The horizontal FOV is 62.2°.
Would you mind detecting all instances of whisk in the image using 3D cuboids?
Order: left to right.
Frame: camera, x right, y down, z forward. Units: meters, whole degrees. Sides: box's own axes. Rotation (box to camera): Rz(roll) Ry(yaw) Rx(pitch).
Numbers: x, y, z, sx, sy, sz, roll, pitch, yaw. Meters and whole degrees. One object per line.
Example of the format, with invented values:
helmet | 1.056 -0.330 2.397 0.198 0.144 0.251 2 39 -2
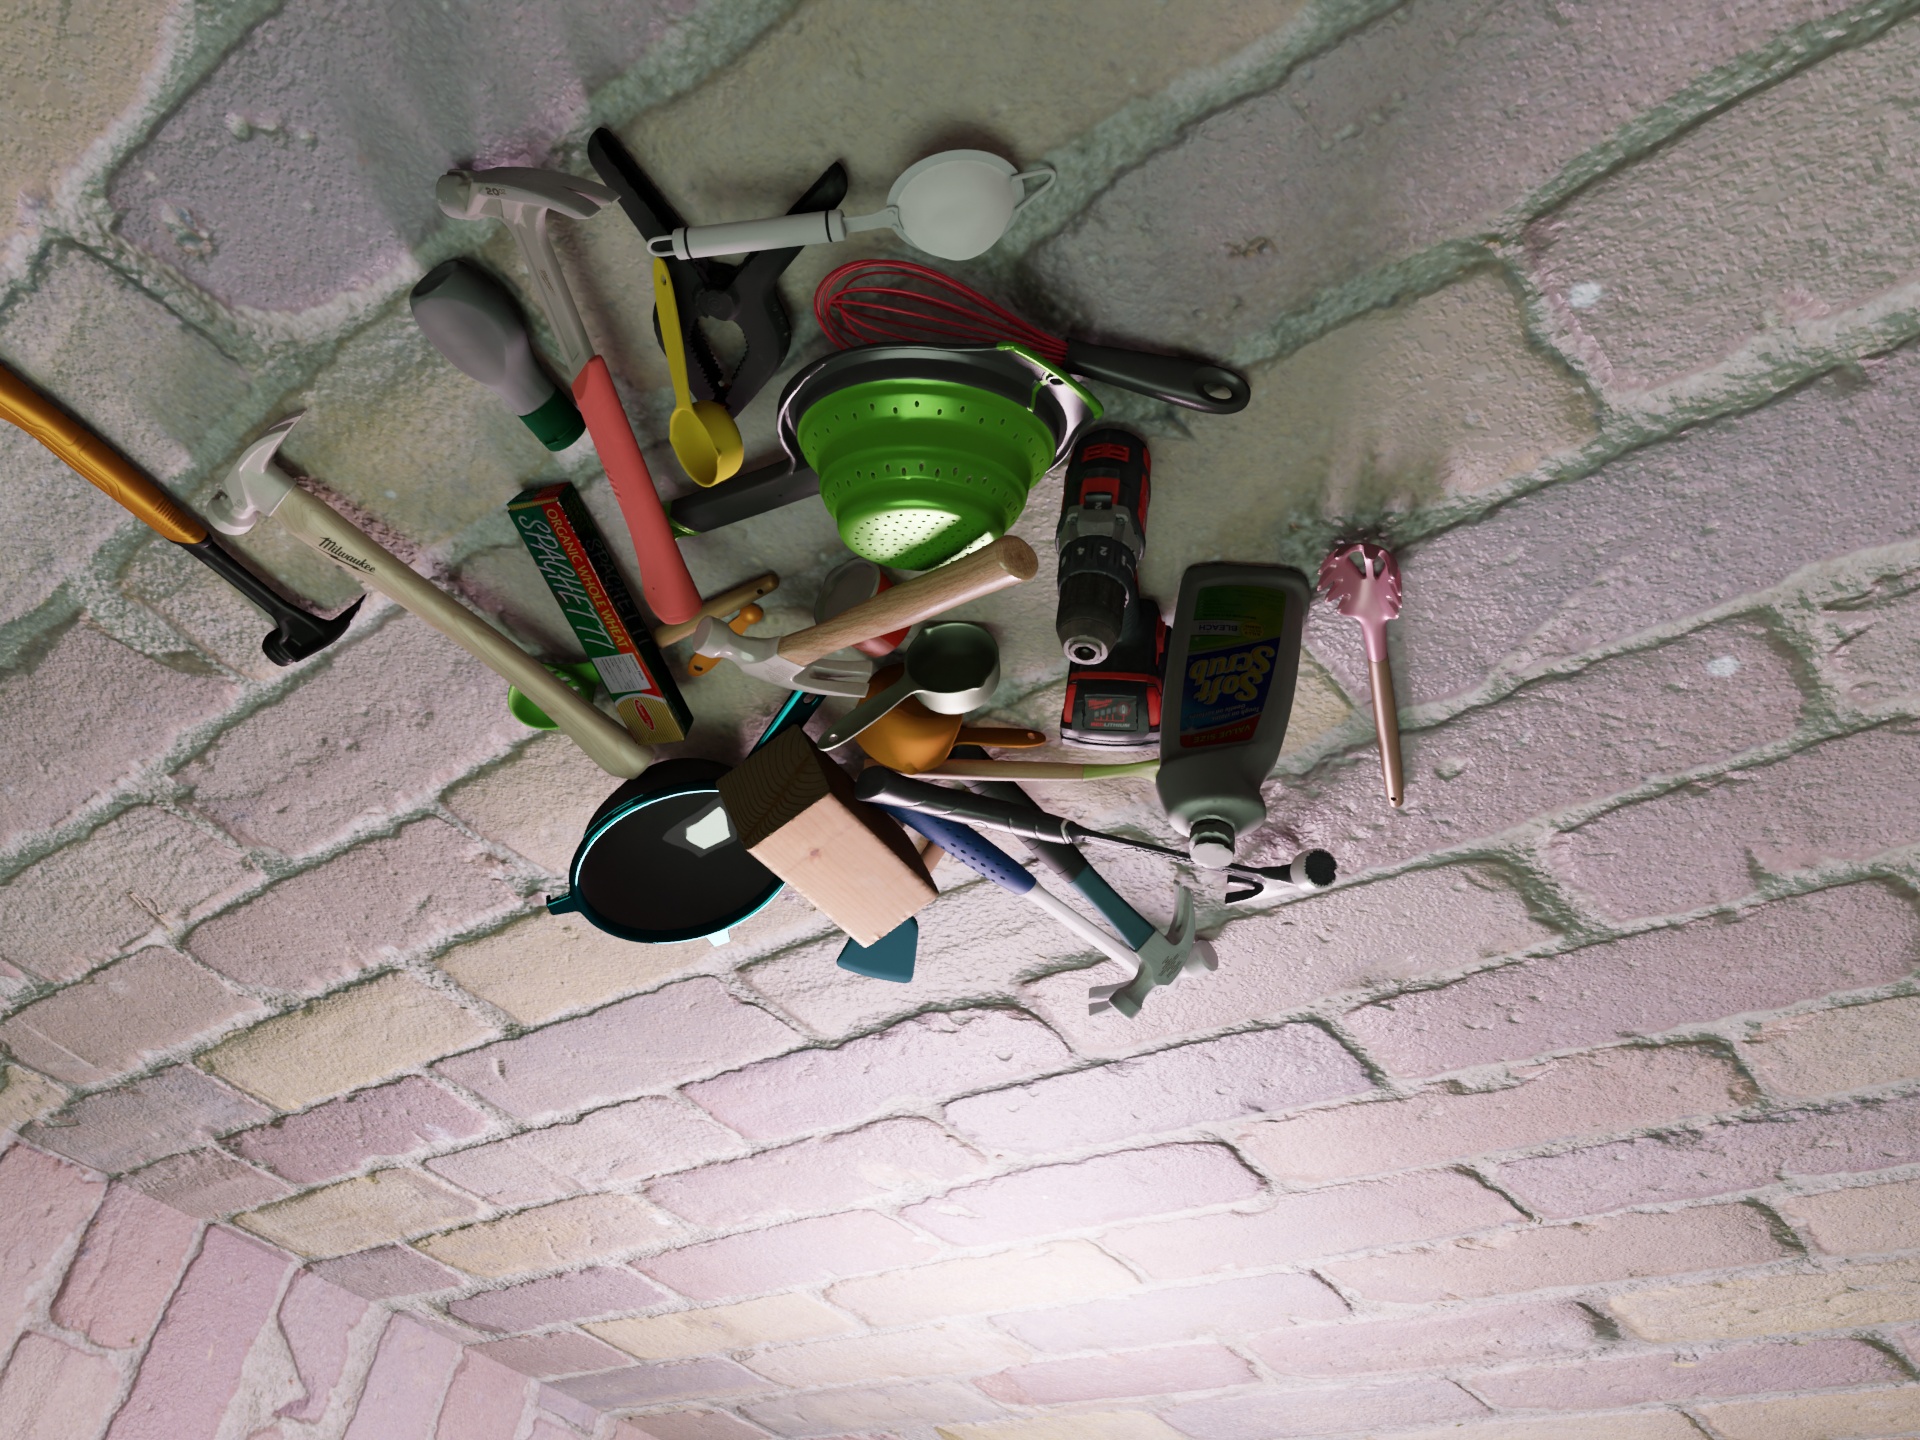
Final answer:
whisk | 0.049 -0.244 1.044 0.295 0.073 0.073 11 140 -7

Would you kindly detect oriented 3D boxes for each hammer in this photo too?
hammer | -0.659 -0.171 1.321 0.127 0.034 0.336 -20 130 33
hammer | -0.420 -0.088 1.328 0.410 0.038 0.146 39 132 -21
hammer | -0.242 -0.211 1.111 0.149 0.037 0.358 19 142 32
hammer | -0.059 -0.073 1.139 0.130 0.031 0.331 23 156 -32
hammer | 0.065 0.165 1.501 0.144 0.035 0.405 -33 126 30
hammer | 0.095 0.129 1.440 0.330 0.128 0.033 46 175 -23
hammer | 0.108 0.099 1.369 0.408 0.036 0.149 14 162 -13

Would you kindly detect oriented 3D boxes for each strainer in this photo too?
strainer | -0.226 0.059 1.448 0.210 0.095 0.340 18 121 -37
strainer | -0.069 -0.304 0.982 0.258 0.050 0.086 -4 154 7

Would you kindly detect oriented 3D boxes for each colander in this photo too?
colander | -0.087 -0.148 1.118 0.397 0.095 0.204 -12 156 38

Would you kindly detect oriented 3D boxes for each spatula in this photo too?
spatula | -0.037 0.155 1.536 0.082 0.044 0.317 16 139 -12

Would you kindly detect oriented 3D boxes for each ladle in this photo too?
ladle | 0.077 0.055 1.349 0.320 0.062 0.078 2 155 0

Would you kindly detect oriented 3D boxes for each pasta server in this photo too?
pasta server | 0.326 -0.027 1.239 0.060 0.040 0.315 6 142 26

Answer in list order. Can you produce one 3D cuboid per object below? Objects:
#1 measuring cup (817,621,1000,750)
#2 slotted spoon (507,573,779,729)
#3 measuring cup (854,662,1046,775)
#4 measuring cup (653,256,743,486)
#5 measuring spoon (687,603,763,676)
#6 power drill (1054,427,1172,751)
measuring cup | -0.041 -0.015 1.266 0.167 0.083 0.038 -34 144 -15
slotted spoon | -0.272 -0.062 1.358 0.314 0.031 0.070 -22 127 31
measuring cup | -0.002 -0.004 1.329 0.173 0.095 0.052 3 136 -19
measuring cup | -0.178 -0.235 1.067 0.062 0.029 0.156 24 131 44
measuring spoon | -0.202 -0.064 1.347 0.021 0.011 0.117 31 136 -21
power drill | 0.105 -0.069 1.136 0.080 0.188 0.226 2 143 11
